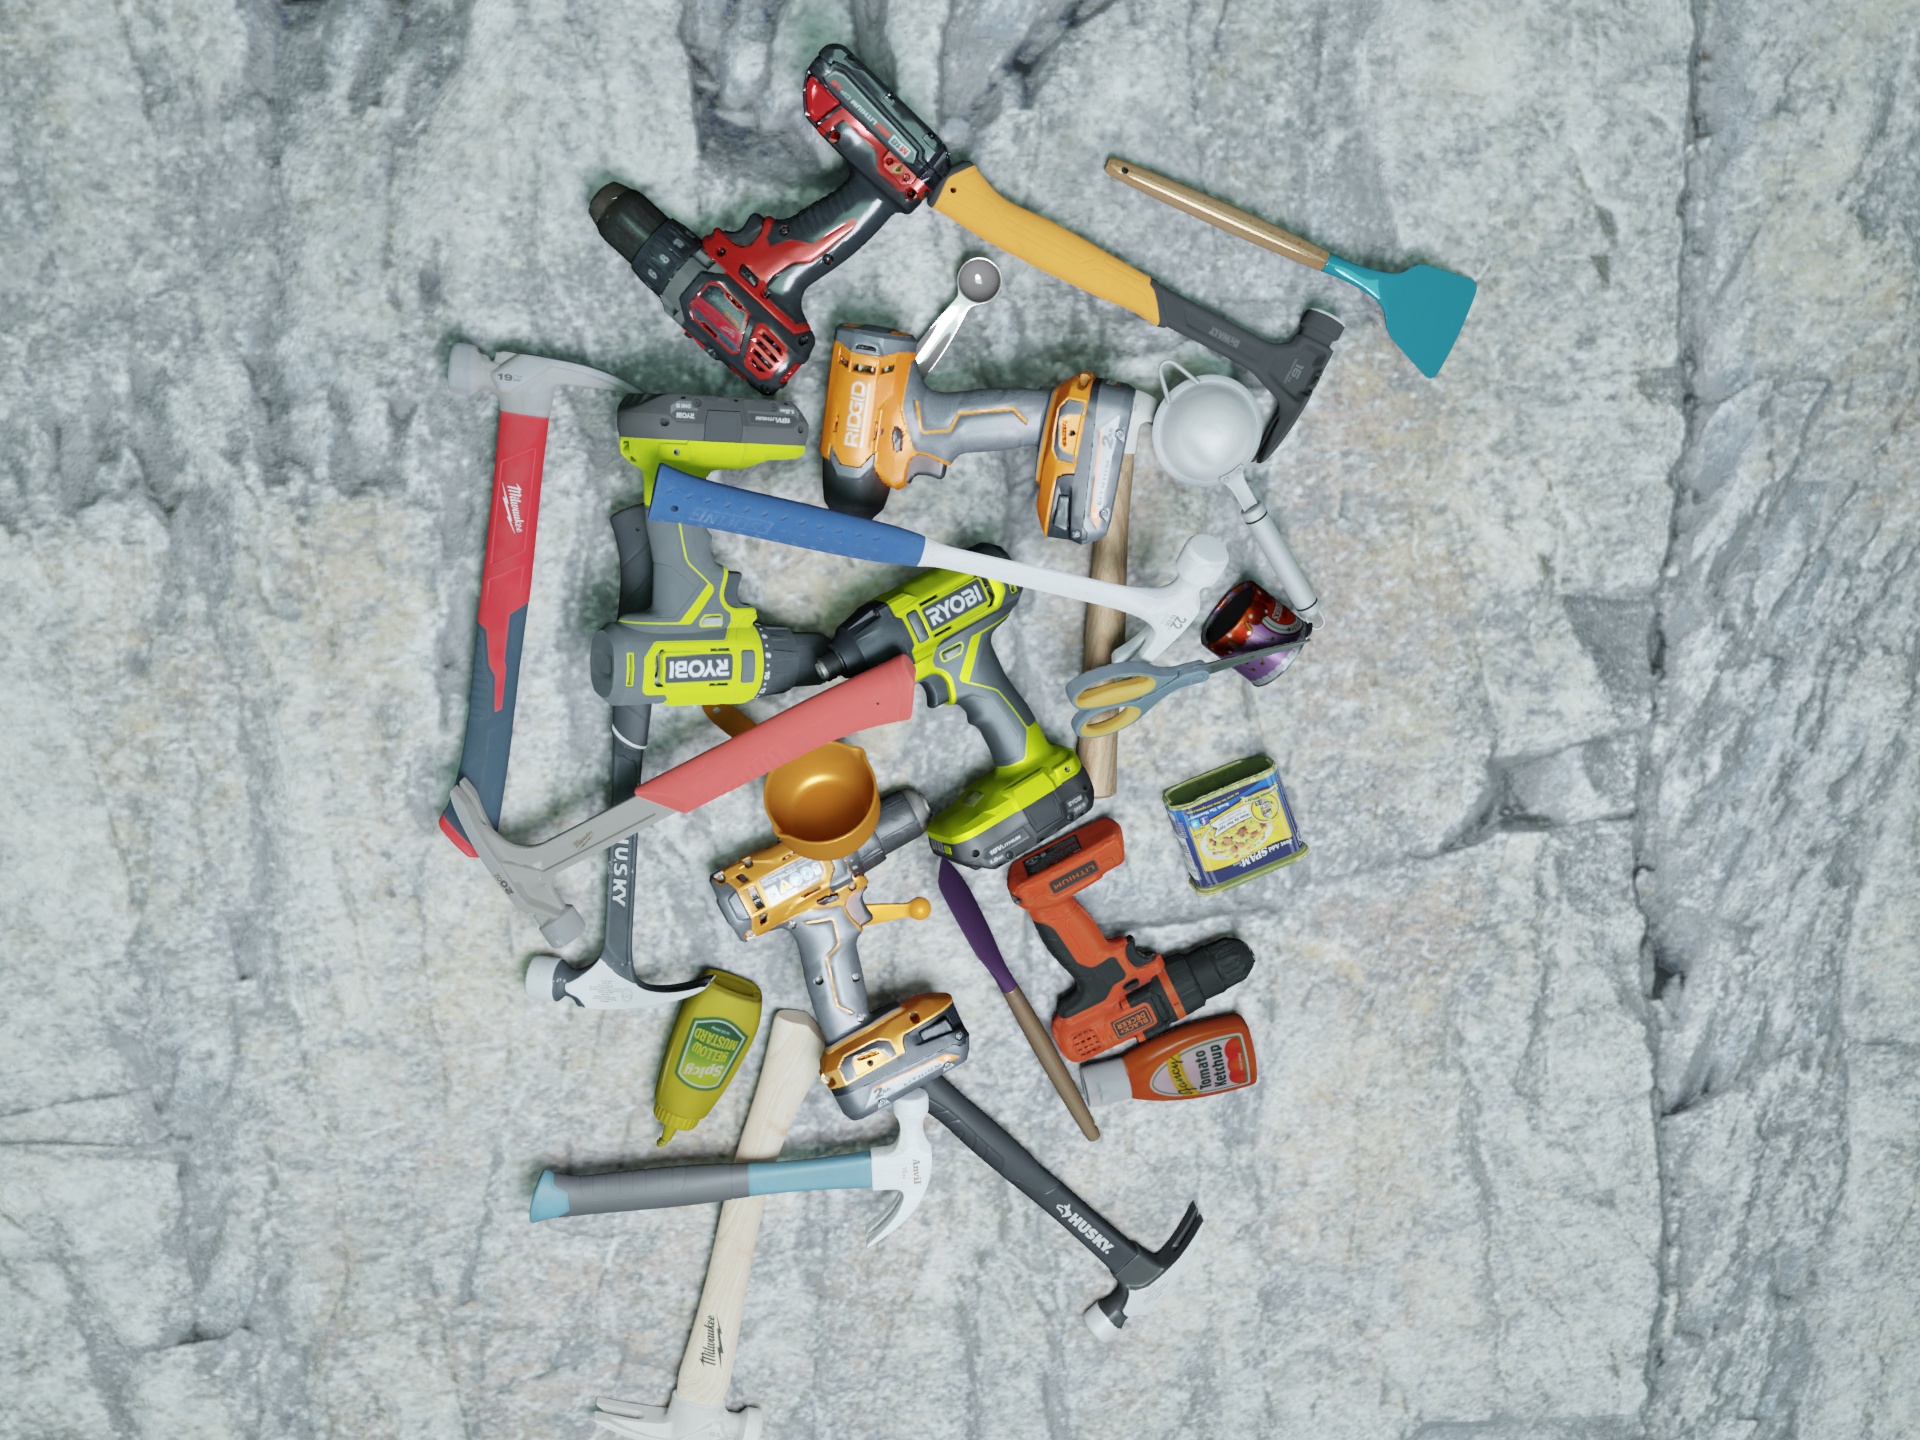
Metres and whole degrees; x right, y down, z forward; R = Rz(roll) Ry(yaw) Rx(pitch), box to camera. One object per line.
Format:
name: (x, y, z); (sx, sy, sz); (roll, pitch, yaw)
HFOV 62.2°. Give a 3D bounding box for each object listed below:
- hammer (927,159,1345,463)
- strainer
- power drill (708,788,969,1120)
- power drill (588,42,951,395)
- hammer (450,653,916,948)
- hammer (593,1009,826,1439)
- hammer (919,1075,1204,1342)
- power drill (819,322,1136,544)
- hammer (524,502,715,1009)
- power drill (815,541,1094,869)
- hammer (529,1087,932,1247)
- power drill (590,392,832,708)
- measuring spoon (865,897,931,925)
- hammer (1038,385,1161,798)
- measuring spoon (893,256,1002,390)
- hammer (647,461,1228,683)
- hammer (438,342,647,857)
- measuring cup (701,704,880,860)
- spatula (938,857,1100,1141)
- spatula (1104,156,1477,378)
hammer: (0.125, -0.322, 1.215); (0.336, 0.034, 0.127); (25, 98, -13)
strainer: (0.227, -0.169, 1.239); (0.087, 0.050, 0.258); (-34, 115, 5)
power drill: (-0.072, 0.180, 1.280); (0.185, 0.084, 0.226); (-28, 93, -9)
power drill: (-0.137, -0.372, 1.138); (0.188, 0.080, 0.226); (42, 103, -8)
hammer: (-0.196, 0.036, 1.184); (0.359, 0.037, 0.149); (-27, 105, 11)
hammer: (-0.200, 0.438, 1.360); (0.146, 0.038, 0.410); (13, 101, -10)
hammer: (0.069, 0.398, 1.389); (0.146, 0.035, 0.334); (-44, 105, 5)
power drill: (0.006, -0.197, 1.188); (0.226, 0.084, 0.164); (11, 108, 5)
hammer: (-0.255, 0.033, 1.239); (0.149, 0.036, 0.409); (7, 101, 5)
power drill: (-0.002, -0.004, 1.237); (0.171, 0.080, 0.223); (-30, 105, -20)
hammer: (-0.188, 0.379, 1.313); (0.331, 0.033, 0.128); (-4, 102, -5)
power drill: (-0.174, -0.123, 1.181); (0.190, 0.080, 0.228); (-3, 102, -32)
measuring spoon: (-0.082, 0.163, 1.319); (0.117, 0.011, 0.021); (-6, 105, -7)
hammer: (0.120, -0.099, 1.272); (0.130, 0.031, 0.331); (0, 104, -8)
measuring spoon: (-0.013, -0.299, 1.214); (0.034, 0.018, 0.124); (35, 104, -15)
hammer: (-0.020, -0.114, 1.142); (0.405, 0.035, 0.144); (11, 138, -15)
hammer: (-0.332, -0.081, 1.208); (0.143, 0.038, 0.386); (7, 103, -12)
measuring cup: (-0.137, 0.042, 1.247); (0.174, 0.052, 0.095); (36, 71, 22)
spatula: (0.051, 0.240, 1.331); (0.018, 0.060, 0.315); (-20, 116, 16)
spatula: (0.255, -0.363, 1.230); (0.317, 0.044, 0.082); (22, 100, -8)
